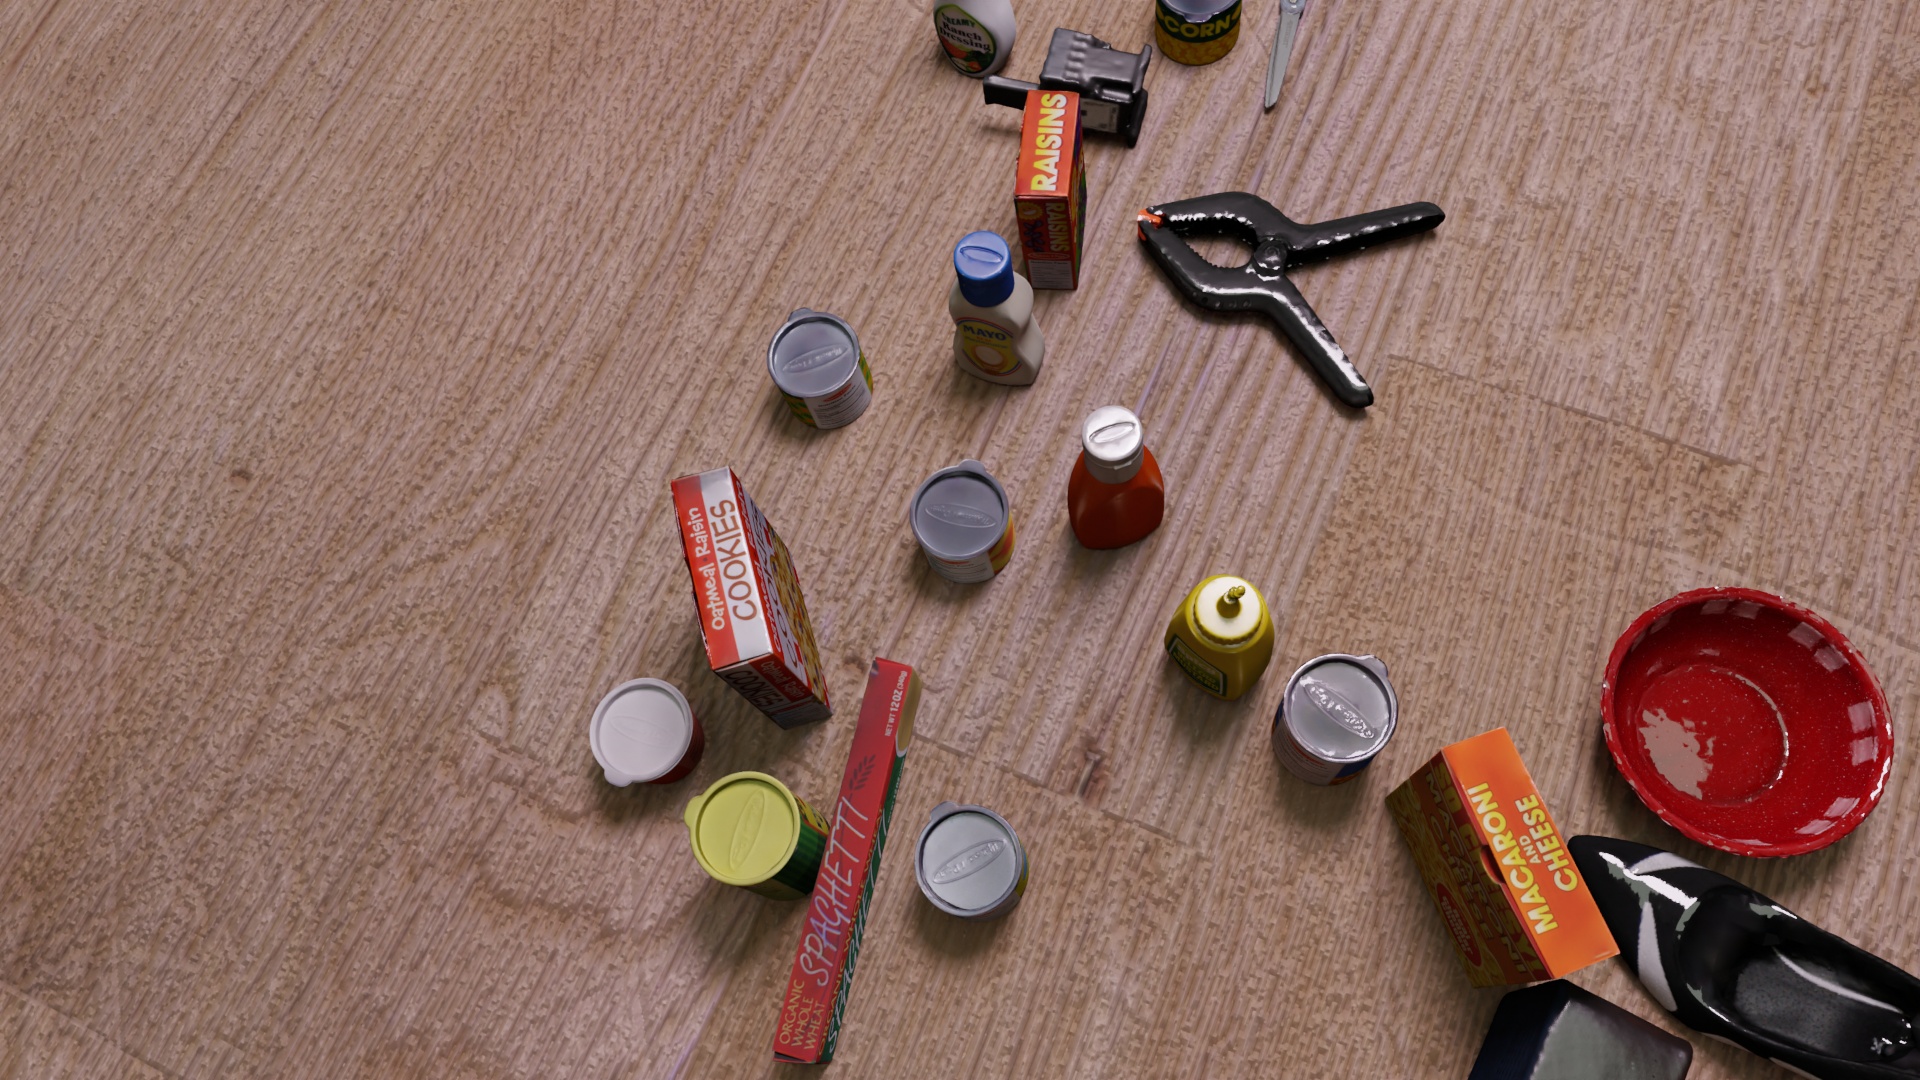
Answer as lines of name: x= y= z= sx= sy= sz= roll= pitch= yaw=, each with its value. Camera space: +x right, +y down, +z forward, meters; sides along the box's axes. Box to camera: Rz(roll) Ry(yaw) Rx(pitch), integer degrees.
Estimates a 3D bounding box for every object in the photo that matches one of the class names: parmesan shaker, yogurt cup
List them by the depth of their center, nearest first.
parmesan shaker: x=-0.122 y=0.183 z=0.858 sx=0.071 sy=0.102 sz=0.071 roll=-2 pitch=70 yaw=6
yogurt cup: x=-0.202 y=0.129 z=0.914 sx=0.072 sy=0.053 sz=0.072 roll=-2 pitch=70 yaw=6

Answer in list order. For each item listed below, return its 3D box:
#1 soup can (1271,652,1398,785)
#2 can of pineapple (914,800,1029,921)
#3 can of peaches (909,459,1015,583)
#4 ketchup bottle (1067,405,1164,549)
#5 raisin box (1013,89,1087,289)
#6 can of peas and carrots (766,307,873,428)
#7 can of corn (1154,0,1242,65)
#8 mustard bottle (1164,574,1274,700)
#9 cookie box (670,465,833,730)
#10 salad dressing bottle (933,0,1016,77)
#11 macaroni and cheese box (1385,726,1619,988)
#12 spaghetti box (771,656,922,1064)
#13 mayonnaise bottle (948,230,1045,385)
soup can: x=0.229 y=0.109 z=0.852 sx=0.071 sy=0.083 sz=0.071 roll=-2 pitch=70 yaw=6
can of pineapple: x=0.008 y=0.199 z=0.861 sx=0.071 sy=0.057 sz=0.071 roll=-2 pitch=70 yaw=6
can of peaches: x=0.003 y=-0.012 z=0.937 sx=0.071 sy=0.058 sz=0.071 roll=-2 pitch=70 yaw=6
ketchup bottle: x=0.099 y=-0.039 z=0.887 sx=0.065 sy=0.148 sz=0.043 roll=-19 pitch=70 yaw=0
raisin box: x=0.065 y=-0.244 z=0.979 sx=0.040 sy=0.123 sz=0.086 roll=5 pitch=71 yaw=9
can of peas and carrots: x=-0.100 y=-0.122 z=0.989 sx=0.071 sy=0.058 sz=0.071 roll=-2 pitch=70 yaw=6
can of corn: x=0.181 y=-0.404 z=1.057 sx=0.071 sy=0.058 sz=0.071 roll=-2 pitch=70 yaw=6
mustard bottle: x=0.158 y=0.053 z=0.840 sx=0.065 sy=0.159 sz=0.049 roll=39 pitch=80 yaw=18
cookie box: x=-0.130 y=0.041 z=0.876 sx=0.040 sy=0.167 sz=0.123 roll=-18 pitch=69 yaw=1
salad dressing bottle: x=0.007 y=-0.408 z=1.032 sx=0.064 sy=0.147 sz=0.044 roll=26 pitch=76 yaw=15
macaroni and cheese box: x=0.293 y=0.182 z=0.773 sx=0.040 sy=0.166 sz=0.124 roll=-21 pitch=69 yaw=0
spaghetti box: x=-0.068 y=0.200 z=0.874 sx=0.029 sy=0.050 sz=0.251 roll=10 pitch=72 yaw=11
mayonnaise bottle: x=0.021 y=-0.155 z=0.939 sx=0.065 sy=0.147 sz=0.041 roll=15 pitch=73 yaw=12
